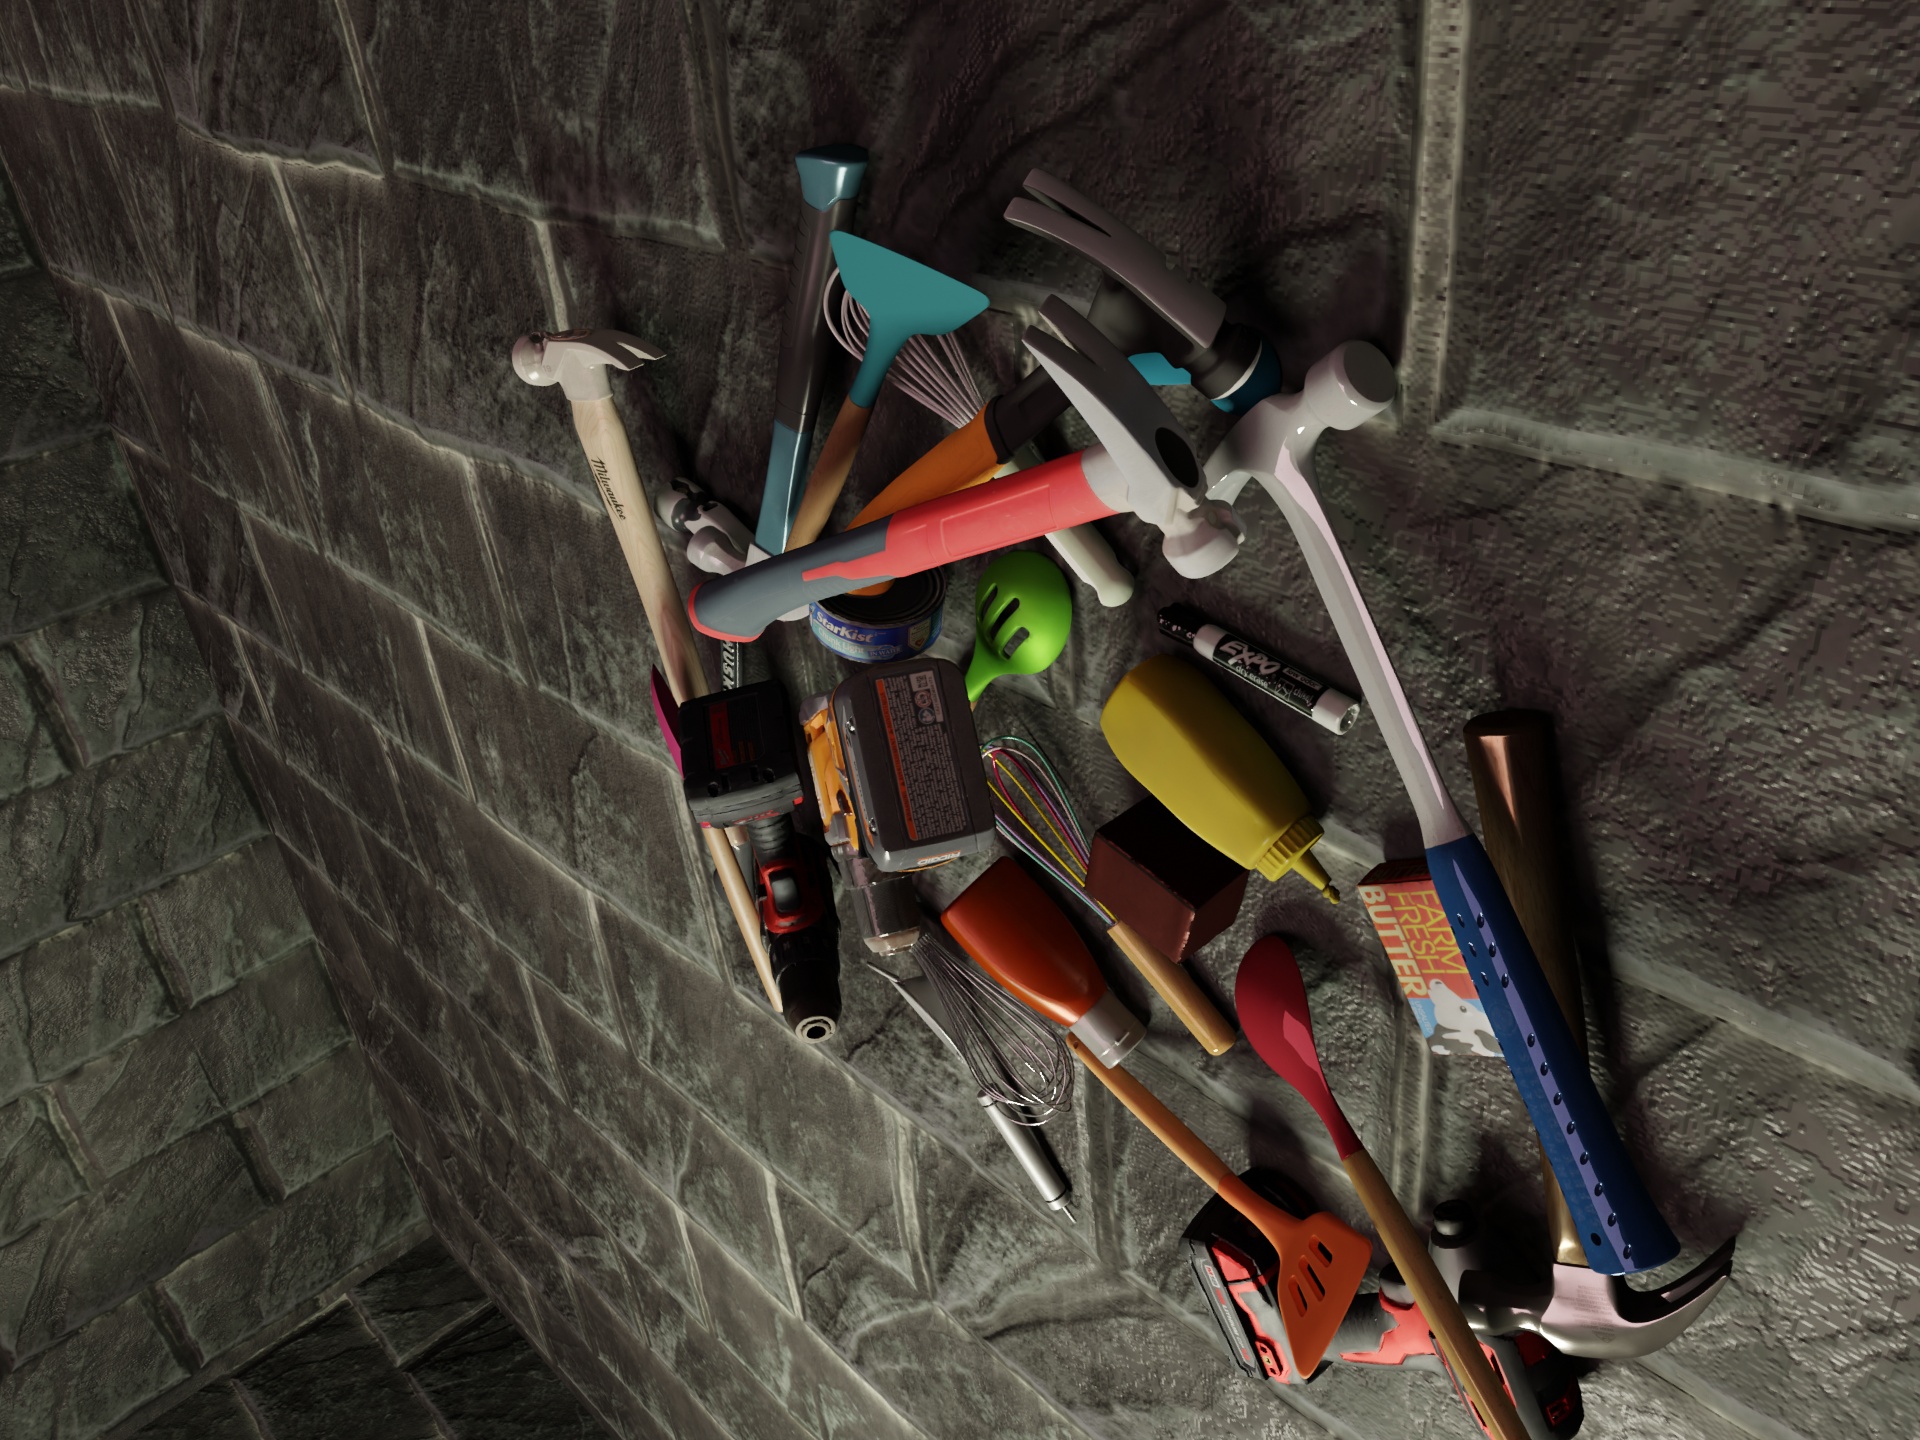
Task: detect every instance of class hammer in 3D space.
[{"bbox_3d":[0.003,-0.142,0.811,0.127,0.034,0.337,34,149,-15],"label":"hammer"},{"bbox_3d":[-0.040,-0.103,0.833,0.386,0.038,0.143,-10,131,48],"label":"hammer"},{"bbox_3d":[0.210,0.044,0.709,0.144,0.035,0.405,-34,76,58],"label":"hammer"},{"bbox_3d":[0.280,0.154,0.745,0.130,0.031,0.331,-4,108,31],"label":"hammer"},{"bbox_3d":[-0.177,0.010,1.259,0.149,0.036,0.408,37,141,29],"label":"hammer"},{"bbox_3d":[-0.101,-0.197,0.979,0.128,0.033,0.330,34,136,20],"label":"hammer"},{"bbox_3d":[-0.214,-0.084,1.168,0.146,0.038,0.410,15,128,44],"label":"hammer"}]

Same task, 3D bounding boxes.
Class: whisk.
[{"bbox_3d":[0.086,0.105,0.986,0.245,0.051,0.047,50,167,7],"label":"whisk"},{"bbox_3d":[-0.015,0.177,1.149,0.285,0.070,0.070,46,145,31],"label":"whisk"},{"bbox_3d":[0.012,-0.159,0.870,0.246,0.059,0.058,51,-176,6],"label":"whisk"}]

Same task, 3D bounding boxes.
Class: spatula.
[{"bbox_3d":[-0.066,-0.156,0.885,0.082,0.044,0.317,22,146,-8],"label":"spatula"},{"bbox_3d":[0.141,0.265,0.960,0.323,0.041,0.081,35,101,58],"label":"spatula"}]

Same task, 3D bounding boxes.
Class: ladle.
[{"bbox_3d":[0.219,0.251,0.828,0.069,0.031,0.316,108,144,-50],"label":"ladle"}]

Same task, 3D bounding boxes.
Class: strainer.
[{"bbox_3d":[0.019,0.274,1.199,0.258,0.050,0.087,57,168,-7],"label":"strainer"}]

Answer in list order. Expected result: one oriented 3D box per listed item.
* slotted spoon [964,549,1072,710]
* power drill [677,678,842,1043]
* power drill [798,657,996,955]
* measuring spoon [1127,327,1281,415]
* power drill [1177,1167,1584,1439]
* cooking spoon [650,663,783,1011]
[{"bbox_3d":[-0.002,-0.003,1.025,0.070,0.031,0.313,55,148,16],"label":"slotted spoon"},{"bbox_3d":[-0.134,0.105,1.153,0.188,0.080,0.226,-107,3,-50],"label":"power drill"},{"bbox_3d":[-0.045,0.059,1.012,0.226,0.084,0.185,154,104,-74],"label":"power drill"},{"bbox_3d":[0.097,-0.169,0.769,0.129,0.021,0.042,17,127,45],"label":"measuring spoon"},{"bbox_3d":[0.240,0.332,0.922,0.220,0.078,0.143,-9,107,52],"label":"power drill"},{"bbox_3d":[-0.183,0.099,1.213,0.069,0.017,0.318,-112,5,-62],"label":"cooking spoon"}]
